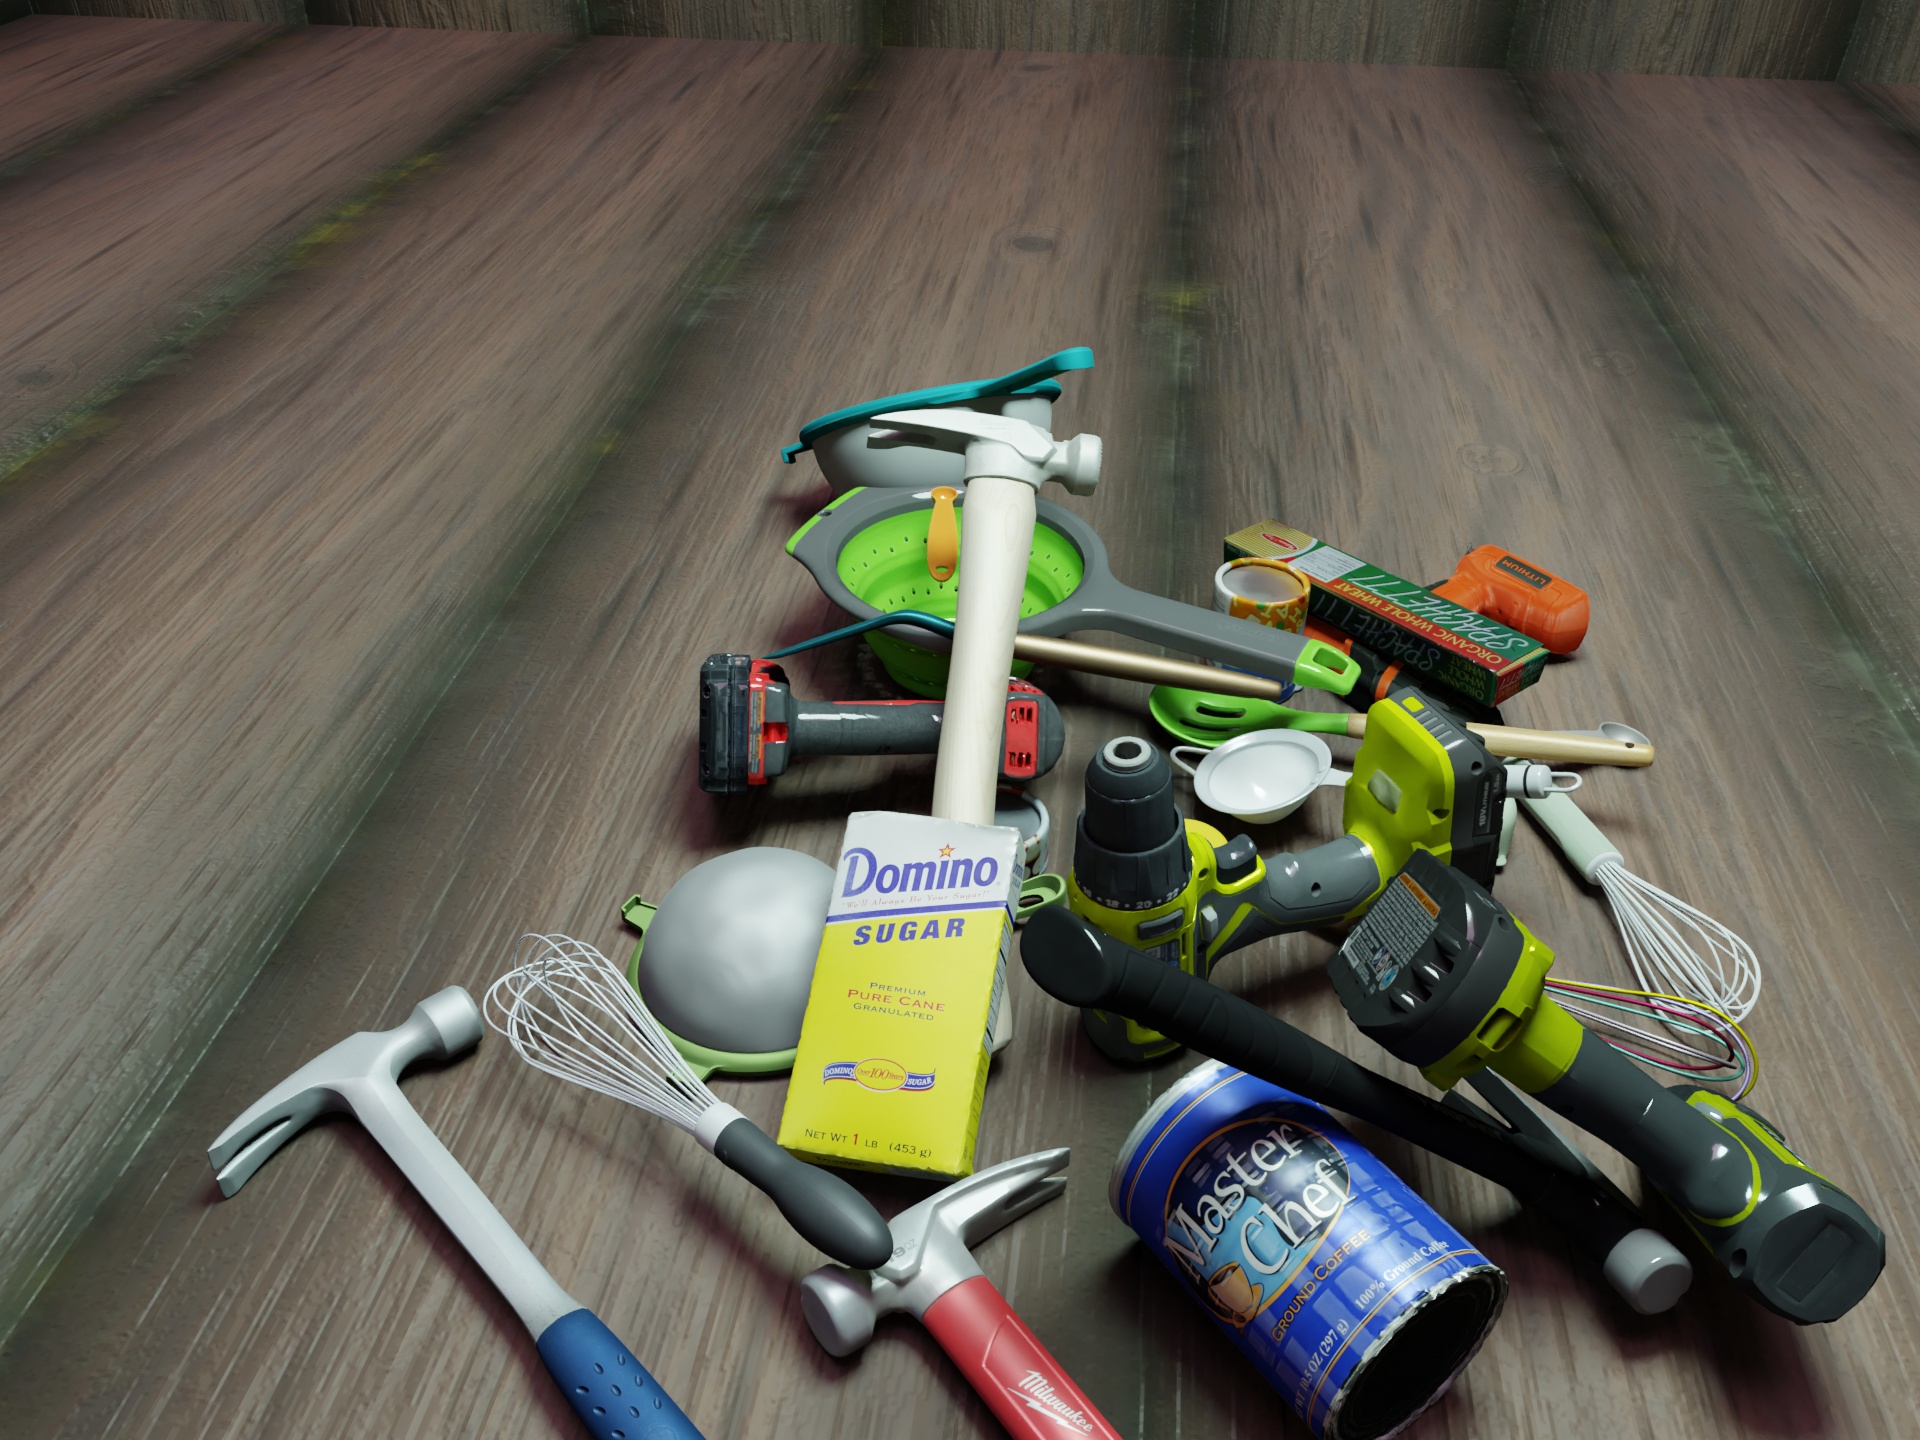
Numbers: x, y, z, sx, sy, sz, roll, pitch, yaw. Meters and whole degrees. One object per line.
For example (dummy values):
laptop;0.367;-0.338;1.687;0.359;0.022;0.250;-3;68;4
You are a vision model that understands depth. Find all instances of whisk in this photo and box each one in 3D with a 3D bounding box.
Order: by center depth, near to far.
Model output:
whisk;-0.135;0.182;0.764;0.285;0.070;0.070;26;43;36
whisk;0.303;0.141;0.862;0.245;0.047;0.051;21;42;31
whisk;0.381;0.092;0.932;0.057;0.059;0.247;35;18;-29

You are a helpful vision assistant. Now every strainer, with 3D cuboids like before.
strainer;-0.060;0.106;0.883;0.256;0.069;0.152;-13;38;-15
strainer;0.241;0.038;0.949;0.258;0.050;0.087;-1;35;42
strainer;0.012;-0.203;1.204;0.211;0.095;0.340;-12;5;-26

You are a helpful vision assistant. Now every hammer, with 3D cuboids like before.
hammer;0.097;0.323;0.612;0.143;0.038;0.387;-21;41;-29
hammer;0.164;0.154;0.688;0.334;0.035;0.146;28;12;-25
hammer;-0.185;0.263;0.694;0.144;0.035;0.406;-28;45;-34
hammer;-0.001;-0.003;0.908;0.146;0.038;0.411;7;63;-4

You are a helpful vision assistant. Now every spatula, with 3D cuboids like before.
spatula;0.039;-0.034;0.982;0.317;0.044;0.082;10;5;0

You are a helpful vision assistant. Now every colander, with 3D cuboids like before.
colander;0.071;-0.055;1.086;0.397;0.094;0.204;18;40;22

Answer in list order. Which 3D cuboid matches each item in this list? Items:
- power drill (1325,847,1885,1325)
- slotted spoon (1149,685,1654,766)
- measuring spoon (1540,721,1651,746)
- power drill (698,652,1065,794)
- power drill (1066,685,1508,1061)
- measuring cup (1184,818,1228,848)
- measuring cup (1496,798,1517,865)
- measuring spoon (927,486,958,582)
power drill;0.282;0.159;0.721;0.223;0.080;0.171;36;8;-1
slotted spoon;0.275;0.007;1.022;0.314;0.031;0.070;6;41;22
measuring spoon;0.396;0.018;1.037;0.124;0.018;0.034;-3;34;-22
power drill;-0.052;0.001;1.002;0.219;0.078;0.143;1;6;-6
power drill;0.161;0.065;0.820;0.228;0.190;0.080;-18;38;-14
measuring cup;0.124;0.053;0.990;0.062;0.029;0.157;-7;39;-11
measuring cup;0.268;0.065;0.951;0.167;0.038;0.083;-17;36;-37
measuring spoon;-0.012;-0.127;1.095;0.021;0.011;0.117;1;40;-1
